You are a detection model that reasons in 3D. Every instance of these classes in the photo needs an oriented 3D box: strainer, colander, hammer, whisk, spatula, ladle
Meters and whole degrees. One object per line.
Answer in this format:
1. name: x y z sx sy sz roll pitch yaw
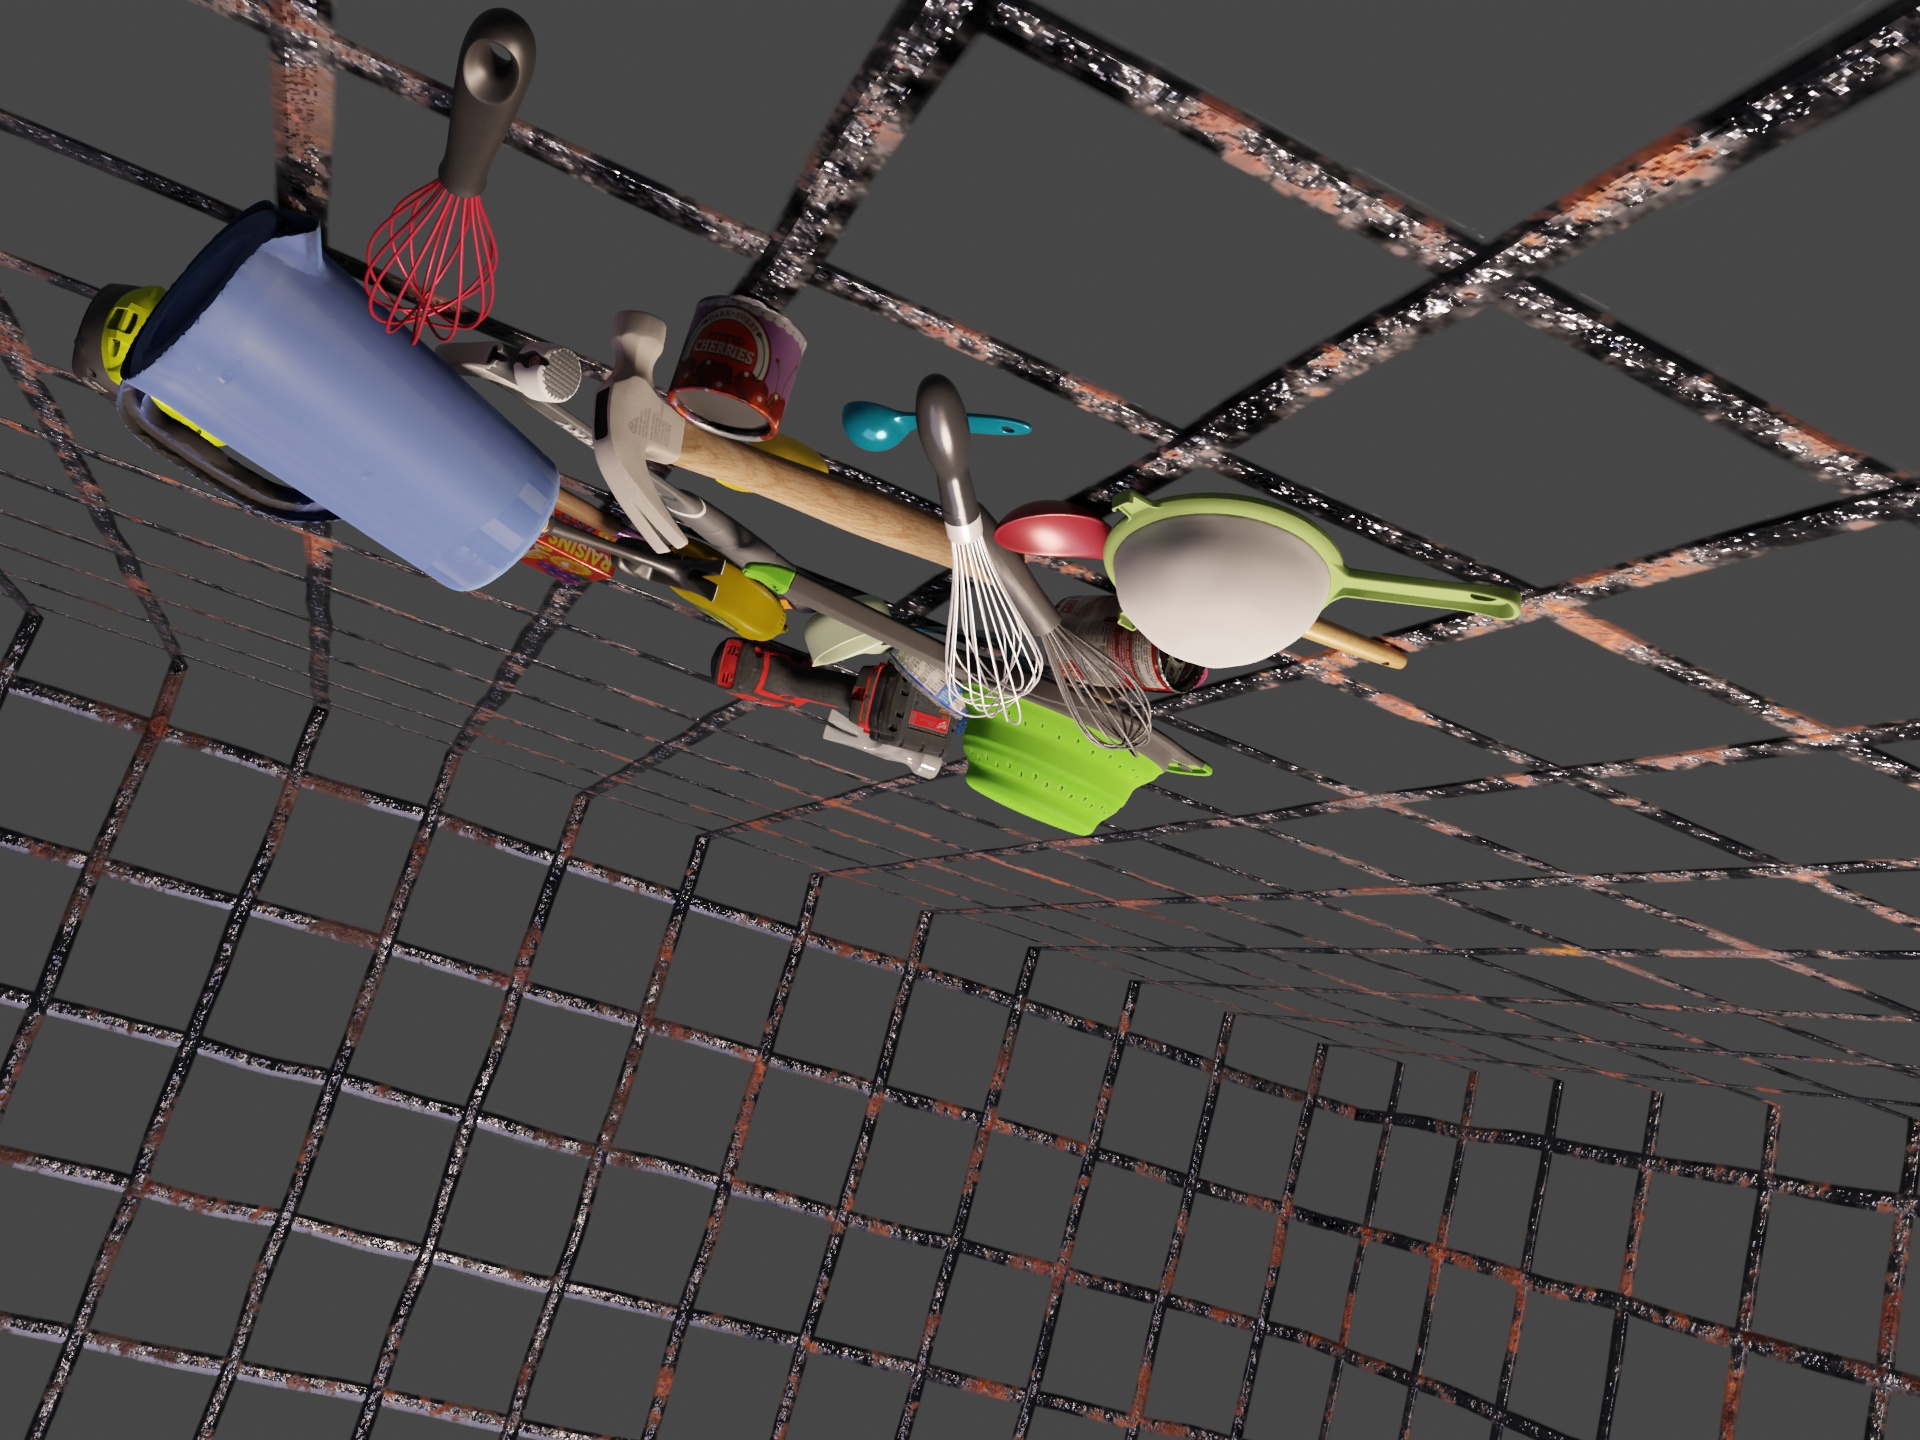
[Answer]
1. strainer: 0.211 -0.066 0.980 0.256 0.069 0.151 8 154 11
2. colander: -0.002 -0.004 1.245 0.397 0.094 0.204 25 174 -12
3. hammer: -0.021 0.005 1.633 0.144 0.035 0.405 21 166 -18
4. hammer: -0.329 -0.151 1.148 0.127 0.034 0.336 18 -179 43
5. whisk: 0.059 -0.065 1.089 0.238 0.055 0.055 52 151 -22
6. whisk: -0.256 -0.265 0.804 0.073 0.073 0.296 21 159 -20
7. hammer: -0.085 -0.140 1.018 0.331 0.130 0.031 17 164 -39
8. spatula: -0.302 -0.169 1.307 0.060 0.018 0.315 -1 159 42
9. spatula: 0.060 -0.020 1.387 0.082 0.044 0.317 10 159 33
10. hammer: -0.220 -0.168 1.173 0.149 0.036 0.408 14 168 32
11. ladle: 0.169 -0.088 1.069 0.315 0.031 0.069 18 159 -17
12. whisk: 0.008 -0.098 0.996 0.070 0.070 0.284 11 142 21

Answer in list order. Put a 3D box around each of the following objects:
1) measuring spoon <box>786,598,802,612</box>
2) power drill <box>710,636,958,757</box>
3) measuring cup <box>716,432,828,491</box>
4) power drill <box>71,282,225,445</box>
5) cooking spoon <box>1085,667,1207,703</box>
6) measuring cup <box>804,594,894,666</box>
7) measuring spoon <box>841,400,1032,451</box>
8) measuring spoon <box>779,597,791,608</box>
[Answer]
1. measuring spoon: -0.160 -0.118 1.340 0.034 0.018 0.124 6 162 36
2. power drill: -0.115 -0.028 1.513 0.220 0.078 0.143 13 178 30
3. measuring cup: -0.137 -0.175 1.099 0.062 0.029 0.157 28 174 -26
4. power drill: -0.481 -0.236 1.129 0.228 0.080 0.190 9 164 18
5. cooking spoon: 0.131 -0.026 1.374 0.068 0.017 0.319 22 165 -11
6. measuring cup: -0.083 -0.079 1.372 0.083 0.038 0.167 -24 176 13
7. measuring spoon: -0.017 -0.172 0.958 0.129 0.021 0.042 8 164 28
8. measuring spoon: -0.188 -0.111 1.429 0.117 0.011 0.021 6 164 25
